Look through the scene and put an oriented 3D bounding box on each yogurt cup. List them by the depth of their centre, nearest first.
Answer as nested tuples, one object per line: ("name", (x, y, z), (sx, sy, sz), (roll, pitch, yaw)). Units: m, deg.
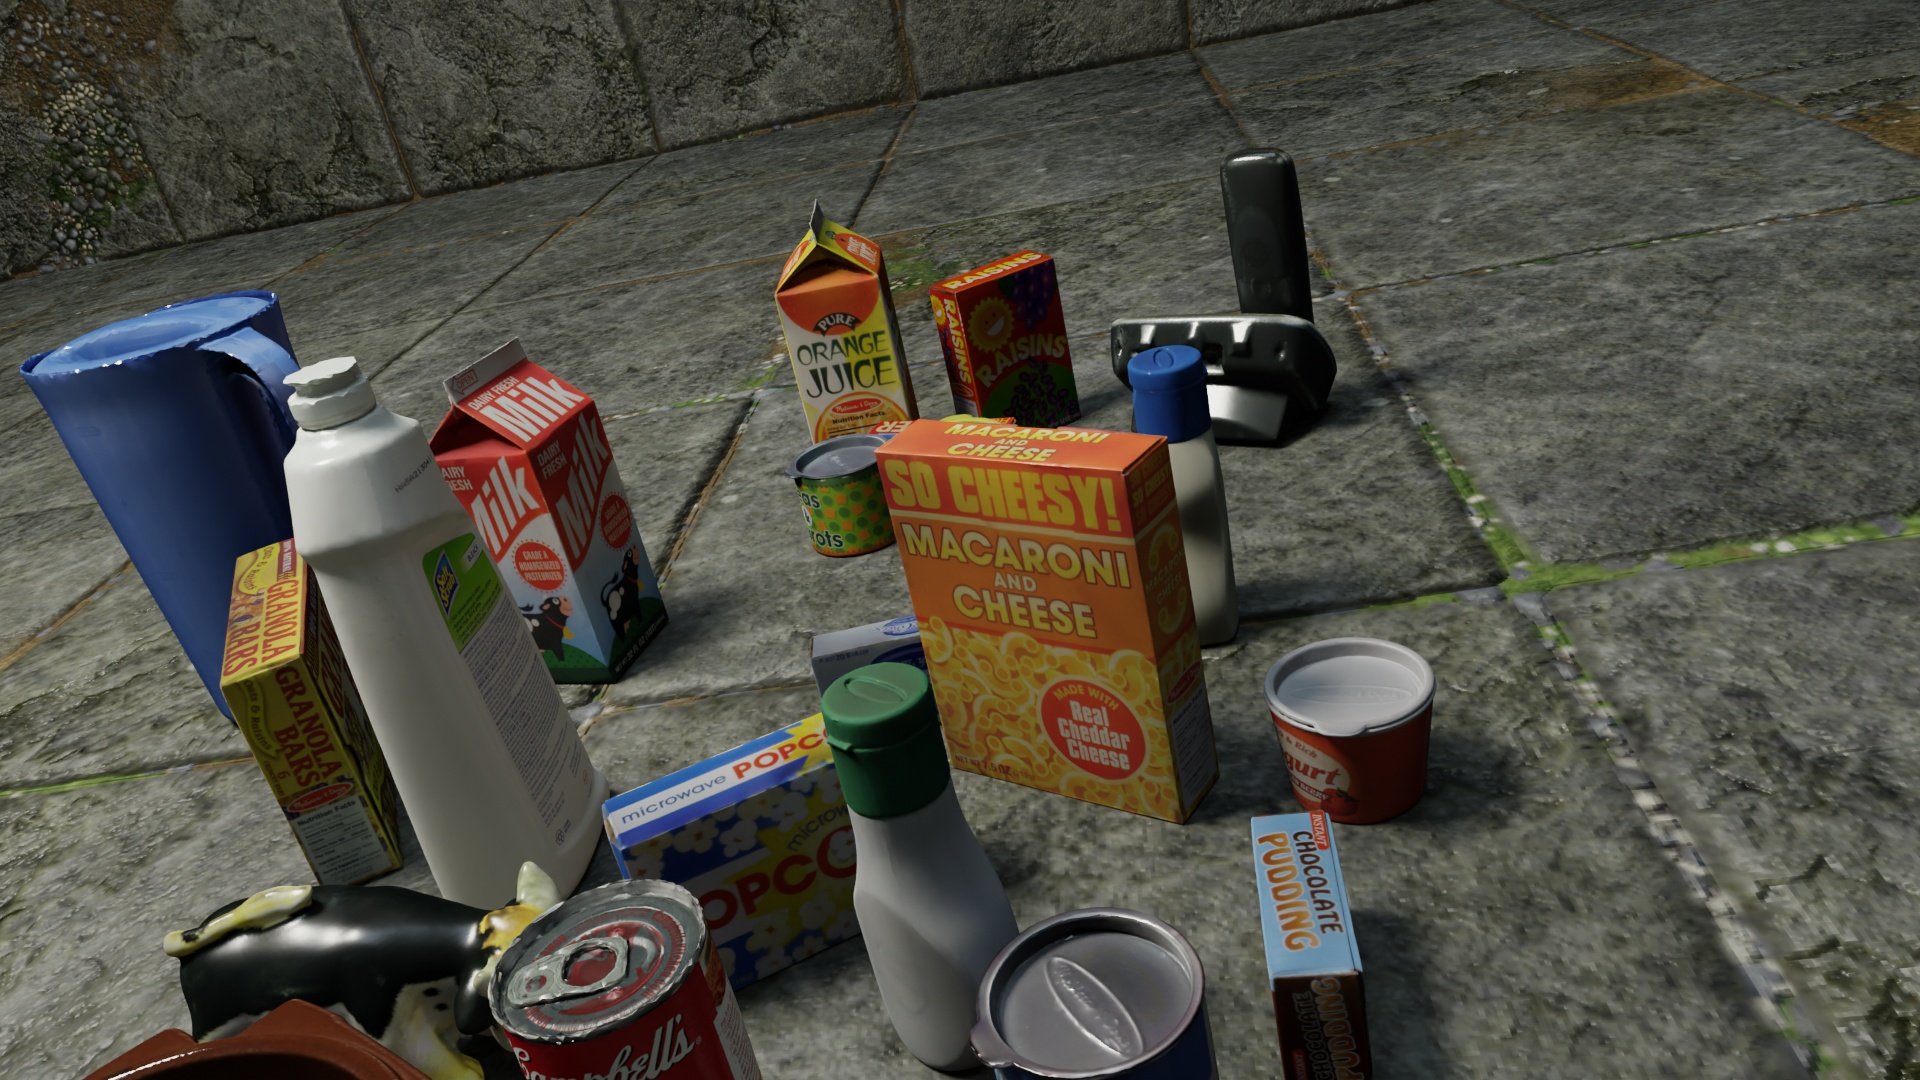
("yogurt cup", (0.162, 0.079, 0.575), (0.072, 0.053, 0.073), (-10, 25, 5))

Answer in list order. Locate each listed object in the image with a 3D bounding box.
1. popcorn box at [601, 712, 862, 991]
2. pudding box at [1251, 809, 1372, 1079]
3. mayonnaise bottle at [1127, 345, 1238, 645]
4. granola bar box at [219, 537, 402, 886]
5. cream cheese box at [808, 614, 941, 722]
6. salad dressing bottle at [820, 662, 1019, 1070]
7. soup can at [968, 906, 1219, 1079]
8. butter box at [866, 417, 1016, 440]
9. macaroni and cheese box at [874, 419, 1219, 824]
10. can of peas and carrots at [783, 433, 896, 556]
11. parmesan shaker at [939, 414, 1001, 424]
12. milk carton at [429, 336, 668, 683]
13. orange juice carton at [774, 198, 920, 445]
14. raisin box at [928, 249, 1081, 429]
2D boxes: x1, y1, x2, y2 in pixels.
("popcorn box", (-0.069, 0.122, 0.556), (0.127, 0.085, 0.038), (-21, 26, -17))
("pudding box", (0.120, 0.138, 0.479), (0.030, 0.049, 0.084), (-7, 26, 11))
("mayonnaise bottle", (0.112, -0.023, 0.698), (0.041, 0.147, 0.065), (-9, 25, 7))
("granola bar box", (-0.328, 0.083, 0.707), (0.039, 0.123, 0.166), (-21, 27, -17))
("cream cheese box", (-0.019, 0.064, 0.688), (0.104, 0.053, 0.024), (-13, 25, 0))
("salad dressing bottle", (-0.013, 0.113, 0.477), (0.064, 0.147, 0.044), (14, 36, 44))
("soup can", (0.043, 0.166, 0.417), (0.071, 0.083, 0.071), (-10, 25, 5))
("butter box", (-0.008, -0.053, 0.923), (0.103, 0.053, 0.024), (0, 28, 25))
("macaroni and cheese box", (0.038, 0.032, 0.597), (0.123, 0.165, 0.040), (7, 31, 35))
("can of peas and carrots", (-0.073, -0.029, 0.896), (0.071, 0.058, 0.071), (-10, 25, 5))
("parmesan shaker", (0.003, -0.010, 0.772), (0.071, 0.102, 0.071), (-10, 25, 5))
("milk carton", (-0.240, -0.016, 0.792), (0.073, 0.189, 0.073), (-3, 27, 20))
("orange juice carton", (-0.079, -0.135, 0.963), (0.073, 0.191, 0.072), (-11, 25, 4))
("raisin box", (0.033, -0.134, 0.989), (0.086, 0.123, 0.040), (-24, 27, -23))
